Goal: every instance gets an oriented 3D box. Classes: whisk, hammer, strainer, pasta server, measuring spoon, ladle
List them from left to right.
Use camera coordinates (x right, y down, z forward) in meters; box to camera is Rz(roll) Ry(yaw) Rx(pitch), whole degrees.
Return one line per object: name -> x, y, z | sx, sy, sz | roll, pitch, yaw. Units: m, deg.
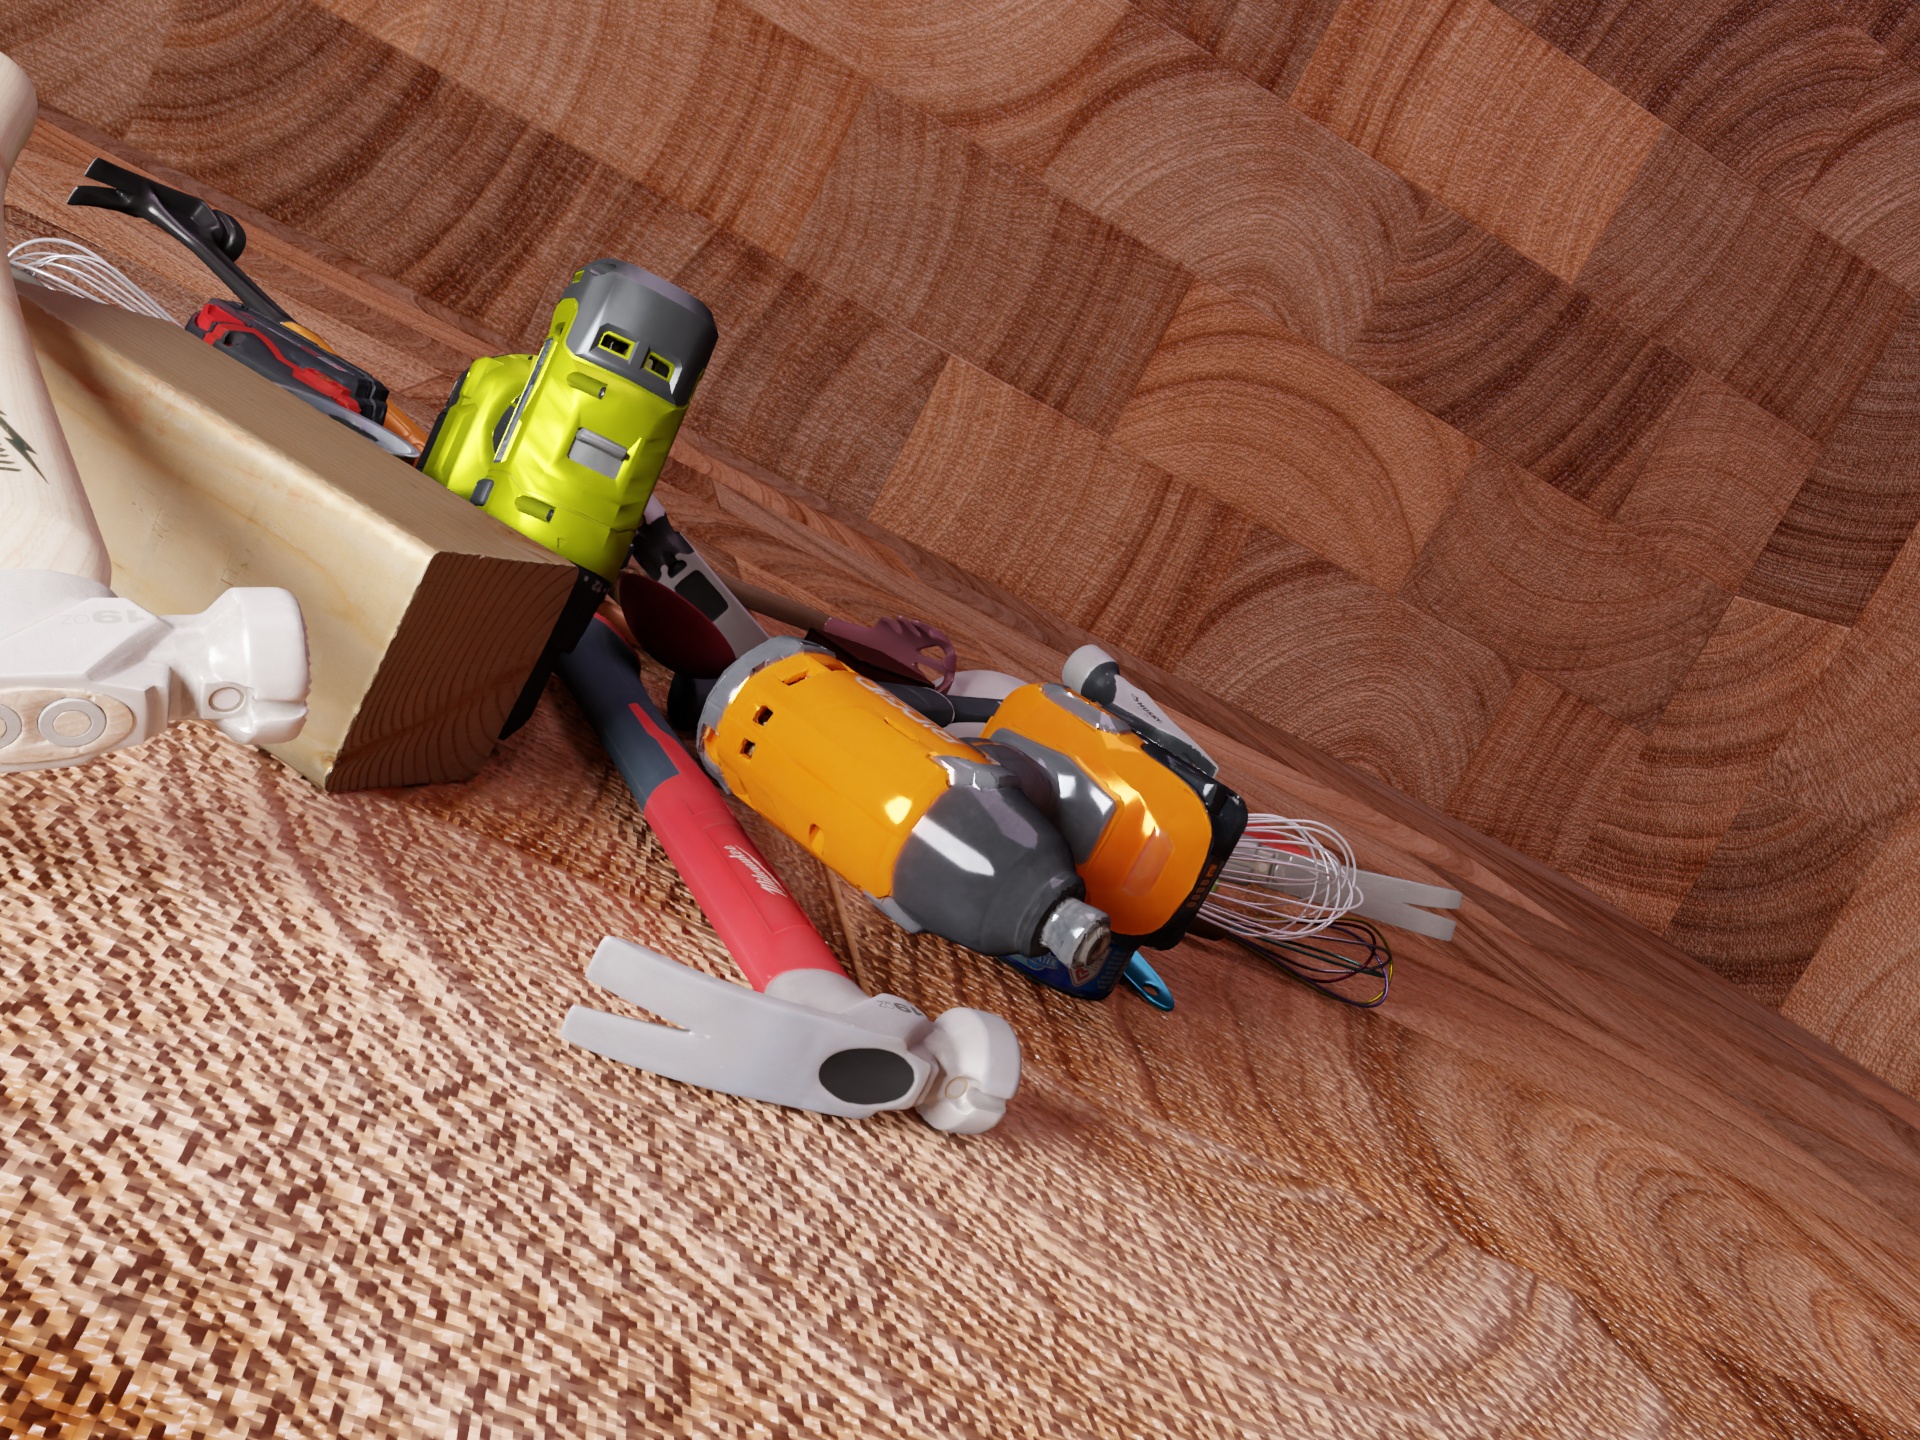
hammer -> -0.310, -0.124, 0.474 | 0.146, 0.038, 0.411 | -4, 40, -33
whisk -> -0.453, -0.213, 0.966 | 0.246, 0.058, 0.059 | 28, -14, -35
hammer -> -0.396, -0.220, 0.981 | 0.337, 0.034, 0.127 | 42, 10, 10
ladle -> -0.180, -0.070, 0.865 | 0.069, 0.031, 0.316 | 49, -7, -24
hammer -> -0.121, 0.027, 0.610 | 0.143, 0.038, 0.387 | 21, 11, -32
hammer -> -0.181, -0.092, 1.032 | 0.146, 0.035, 0.335 | 51, -5, -17
pasta server -> -0.115, -0.073, 1.125 | 0.316, 0.060, 0.040 | 22, 14, 38
hammer -> -0.001, -0.003, 0.941 | 0.408, 0.036, 0.149 | 2, 33, -47
strainer -> 0.074, 0.030, 1.091 | 0.256, 0.069, 0.151 | 29, 8, 15
measuring spoon -> 0.060, 0.107, 0.797 | 0.042, 0.021, 0.129 | -4, 38, -42
whisk -> 0.070, 0.064, 0.798 | 0.284, 0.070, 0.070 | 10, 12, -12
whisk -> 0.170, 0.123, 0.949 | 0.244, 0.047, 0.051 | 20, 13, -28
hammer -> 0.245, 0.104, 1.139 | 0.149, 0.037, 0.359 | 15, 0, 5

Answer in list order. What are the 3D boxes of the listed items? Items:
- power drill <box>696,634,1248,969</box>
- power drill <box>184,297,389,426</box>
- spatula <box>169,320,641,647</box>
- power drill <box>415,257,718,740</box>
power drill -> 0.025, 0.040, 0.611 | 0.164, 0.084, 0.226 | 34, 12, 29
power drill -> -0.407, -0.168, 0.750 | 0.188, 0.080, 0.226 | 30, 12, 13
spatula -> -0.306, -0.125, 0.914 | 0.322, 0.041, 0.081 | 28, -6, -7
power drill -> -0.191, -0.090, 0.695 | 0.080, 0.190, 0.229 | 24, -5, -25
